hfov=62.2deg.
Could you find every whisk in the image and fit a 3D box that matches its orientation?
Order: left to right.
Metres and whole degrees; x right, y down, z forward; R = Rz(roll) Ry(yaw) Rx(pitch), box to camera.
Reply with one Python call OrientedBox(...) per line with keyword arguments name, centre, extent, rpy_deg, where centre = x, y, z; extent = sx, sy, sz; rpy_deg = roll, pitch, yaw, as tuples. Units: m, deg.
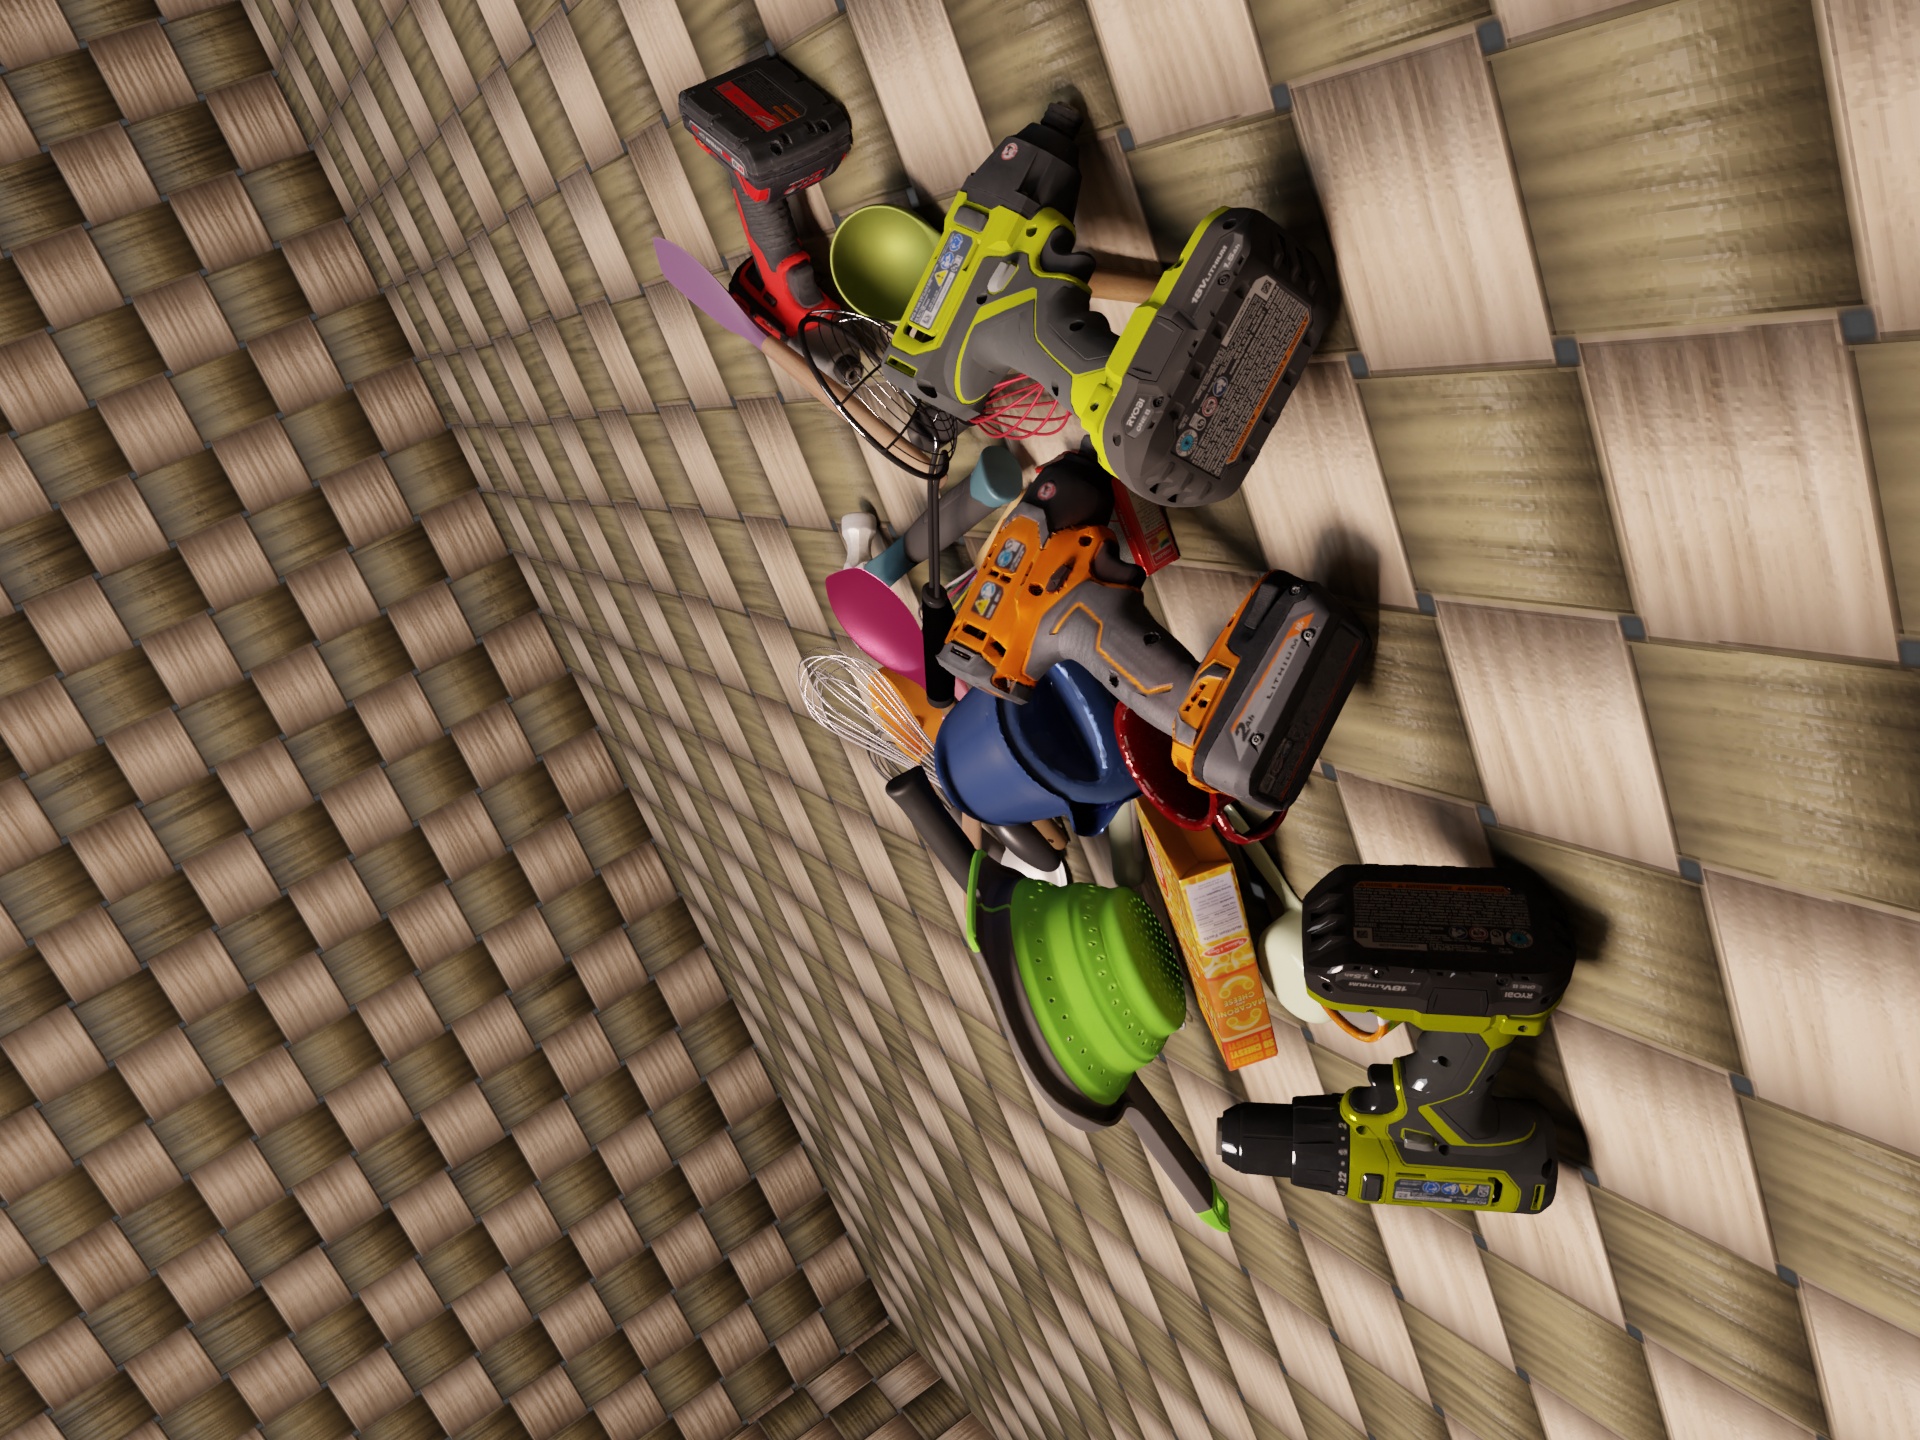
OrientedBox(name="whisk", centre=(-0.022, 0.037, 1.323), extent=(0.284, 0.070, 0.070), rpy_deg=(39, 164, -15))
OrientedBox(name="whisk", centre=(-0.005, 0.088, 1.492), extent=(0.239, 0.055, 0.055), rpy_deg=(46, 155, 23))
OrientedBox(name="whisk", centre=(0.013, -0.104, 1.191), extent=(0.245, 0.047, 0.051), rpy_deg=(128, 128, -64))
OrientedBox(name="whisk", centre=(0.012, -0.207, 1.048), extent=(0.073, 0.073, 0.296), rpy_deg=(64, 165, -10))
OrientedBox(name="whisk", centre=(0.132, 0.128, 1.232), extent=(0.059, 0.058, 0.246), rpy_deg=(8, 130, 21))

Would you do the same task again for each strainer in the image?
OrientedBox(name="strainer", centre=(0.102, 0.174, 1.364), extent=(0.259, 0.050, 0.086), rpy_deg=(43, 139, 30))

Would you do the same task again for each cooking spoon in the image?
OrientedBox(name="cooking spoon", centre=(-0.002, -0.004, 1.268), extent=(0.069, 0.017, 0.318), rpy_deg=(-13, 127, 39))

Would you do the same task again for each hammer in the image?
OrientedBox(name="hammer", centre=(-0.030, -0.138, 1.208), extent=(0.331, 0.033, 0.128), rpy_deg=(154, 115, -66))
OrientedBox(name="hammer", centre=(0.036, 0.158, 1.235), extent=(0.334, 0.035, 0.146), rpy_deg=(56, -167, -33))

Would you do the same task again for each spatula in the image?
OrientedBox(name="spatula", centre=(-0.123, -0.263, 1.161), extent=(0.316, 0.018, 0.059), rpy_deg=(41, 160, 21))

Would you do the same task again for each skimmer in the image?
OrientedBox(name="skimmer", centre=(-0.047, -0.121, 1.081), extent=(0.363, 0.090, 0.127), rpy_deg=(88, 165, -53))

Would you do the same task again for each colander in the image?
OrientedBox(name="colander", centre=(0.143, 0.247, 1.194), extent=(0.396, 0.094, 0.205), rpy_deg=(55, -159, -26))

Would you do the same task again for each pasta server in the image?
OrientedBox(name="pasta server", centre=(0.006, 0.068, 1.390), extent=(0.060, 0.040, 0.316), rpy_deg=(17, 133, 19))

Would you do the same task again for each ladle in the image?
OrientedBox(name="ladle", centre=(0.024, -0.263, 0.943), extent=(0.320, 0.062, 0.078), rpy_deg=(28, 137, 51))

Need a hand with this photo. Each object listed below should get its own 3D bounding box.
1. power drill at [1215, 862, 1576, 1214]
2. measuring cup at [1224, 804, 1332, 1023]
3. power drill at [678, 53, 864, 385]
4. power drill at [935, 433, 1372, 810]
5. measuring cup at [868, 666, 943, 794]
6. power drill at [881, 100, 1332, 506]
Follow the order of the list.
OrientedBox(name="power drill", centre=(0.240, 0.188, 0.885), extent=(0.080, 0.190, 0.228), rpy_deg=(-76, -15, -50))
OrientedBox(name="measuring cup", centre=(0.205, 0.127, 1.058), extent=(0.167, 0.038, 0.083), rpy_deg=(57, 159, 3))
OrientedBox(name="power drill", centre=(-0.125, -0.348, 1.152), extent=(0.143, 0.078, 0.219), rpy_deg=(47, 159, 31))
OrientedBox(name="power drill", centre=(0.106, -0.061, 0.885), extent=(0.227, 0.164, 0.084), rpy_deg=(27, -177, 35))
OrientedBox(name="measuring cup", centre=(-0.022, 0.020, 1.430), extent=(0.095, 0.052, 0.173), rpy_deg=(19, 137, 60))
OrientedBox(name="power drill", centre=(0.067, -0.213, 0.802), extent=(0.080, 0.171, 0.223), rpy_deg=(16, -165, -46))
